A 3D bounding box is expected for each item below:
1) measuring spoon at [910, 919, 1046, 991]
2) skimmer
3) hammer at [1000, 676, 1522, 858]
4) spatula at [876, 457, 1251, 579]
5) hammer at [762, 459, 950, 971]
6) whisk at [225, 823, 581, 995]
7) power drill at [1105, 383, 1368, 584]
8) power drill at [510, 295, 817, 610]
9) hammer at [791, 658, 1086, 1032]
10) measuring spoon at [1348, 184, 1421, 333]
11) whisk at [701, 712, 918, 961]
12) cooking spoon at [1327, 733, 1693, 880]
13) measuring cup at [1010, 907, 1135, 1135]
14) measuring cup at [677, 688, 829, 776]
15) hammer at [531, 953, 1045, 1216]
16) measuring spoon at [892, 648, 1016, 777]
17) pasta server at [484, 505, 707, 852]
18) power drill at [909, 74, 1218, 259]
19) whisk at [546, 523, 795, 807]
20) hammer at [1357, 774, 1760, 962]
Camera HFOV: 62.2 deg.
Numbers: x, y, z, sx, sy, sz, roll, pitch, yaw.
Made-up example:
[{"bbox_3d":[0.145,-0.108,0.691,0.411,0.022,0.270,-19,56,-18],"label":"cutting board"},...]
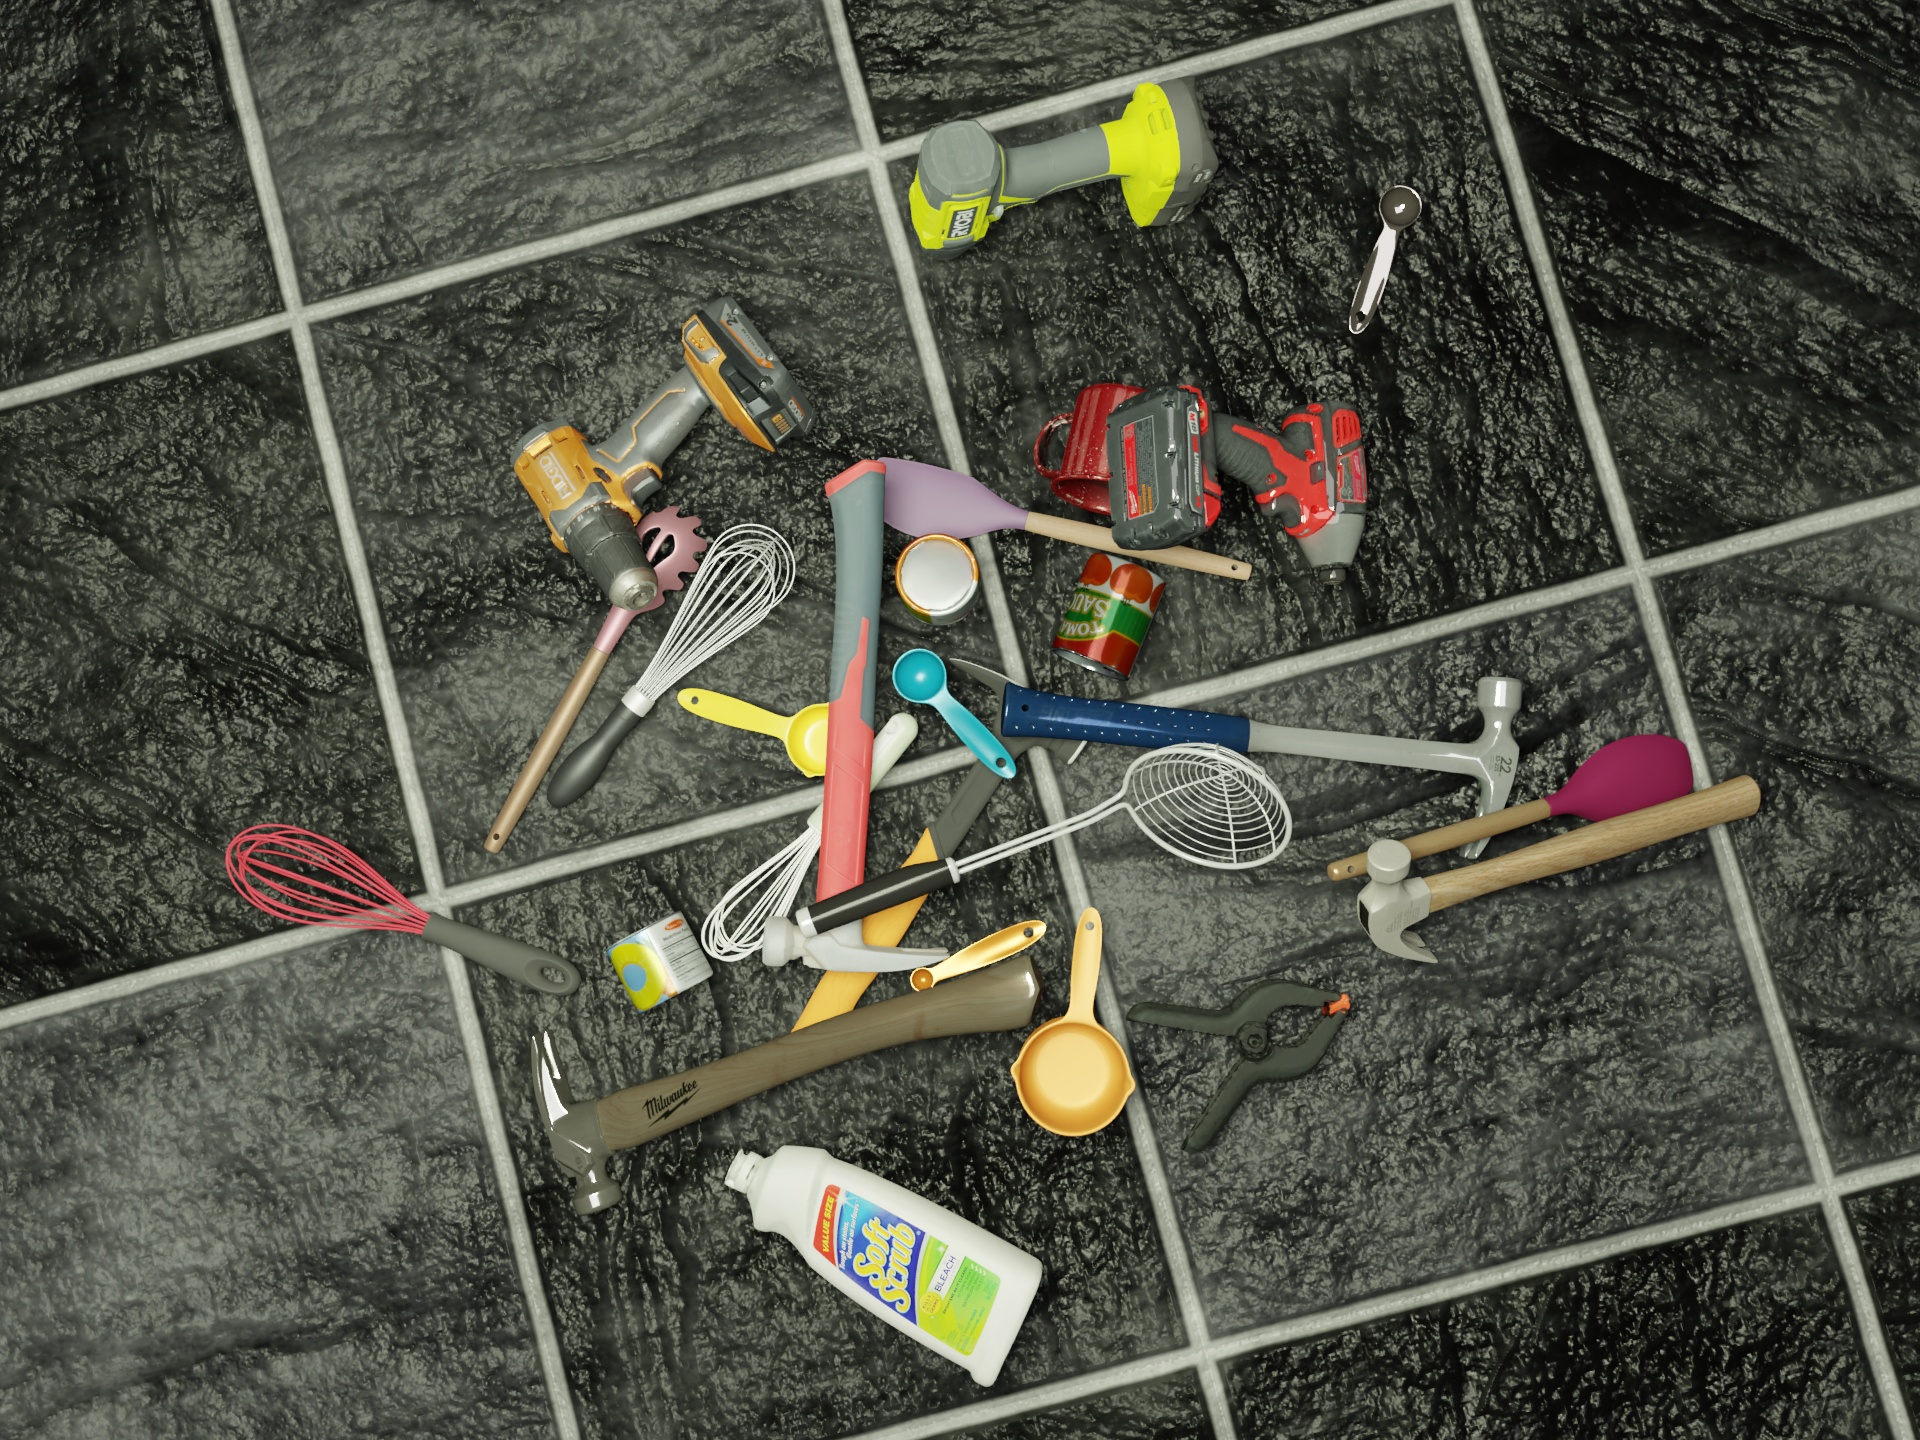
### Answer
[{"bbox_3d":[0.015,0.187,1.267,0.117,0.011,0.021,-24,84,-3],"label":"measuring spoon"},{"bbox_3d":[0.059,0.108,1.170,0.363,0.127,0.090,-20,42,-4],"label":"skimmer"},{"bbox_3d":[0.233,0.019,1.237,0.405,0.035,0.144,6,87,-3],"label":"hammer"},{"bbox_3d":[0.078,-0.153,1.282,0.316,0.018,0.060,13,88,4],"label":"spatula"},{"bbox_3d":[-0.068,-0.002,1.211,0.143,0.038,0.386,4,92,-7],"label":"hammer"},{"bbox_3d":[-0.442,0.156,1.265,0.296,0.073,0.073,22,87,-3],"label":"whisk"},{"bbox_3d":[0.221,-0.177,1.209,0.219,0.078,0.143,0,85,-33],"label":"power drill"},{"bbox_3d":[-0.225,-0.204,1.243,0.226,0.084,0.186,-36,62,1],"label":"power drill"},{"bbox_3d":[-0.039,0.116,1.260,0.127,0.034,0.337,33,88,3],"label":"hammer"},{"bbox_3d":[0.340,-0.372,1.291,0.034,0.018,0.124,20,94,2],"label":"measuring spoon"},{"bbox_3d":[-0.116,0.092,1.249,0.246,0.058,0.059,-51,131,2],"label":"whisk"},{"bbox_3d":[0.427,0.074,1.221,0.319,0.017,0.069,-15,95,-12],"label":"cooking spoon"},{"bbox_3d":[0.092,0.232,1.240,0.095,0.052,0.174,7,85,3],"label":"measuring cup"},{"bbox_3d":[-0.154,0.002,1.282,0.156,0.029,0.062,17,88,15],"label":"measuring cup"},{"bbox_3d":[-0.135,0.250,1.223,0.410,0.038,0.146,-21,85,10],"label":"hammer"},{"bbox_3d":[-0.002,-0.004,1.242,0.042,0.021,0.128,-43,93,6],"label":"measuring spoon"},{"bbox_3d":[-0.301,-0.033,1.286,0.060,0.040,0.316,29,92,4],"label":"pasta server"},{"bbox_3d":[0.072,-0.419,1.235,0.223,0.171,0.080,-14,86,-7],"label":"power drill"},{"bbox_3d":[-0.238,-0.041,1.271,0.070,0.070,0.284,41,93,4],"label":"whisk"},{"bbox_3d":[0.459,0.104,1.218,0.331,0.129,0.031,-16,43,-8],"label":"hammer"}]
